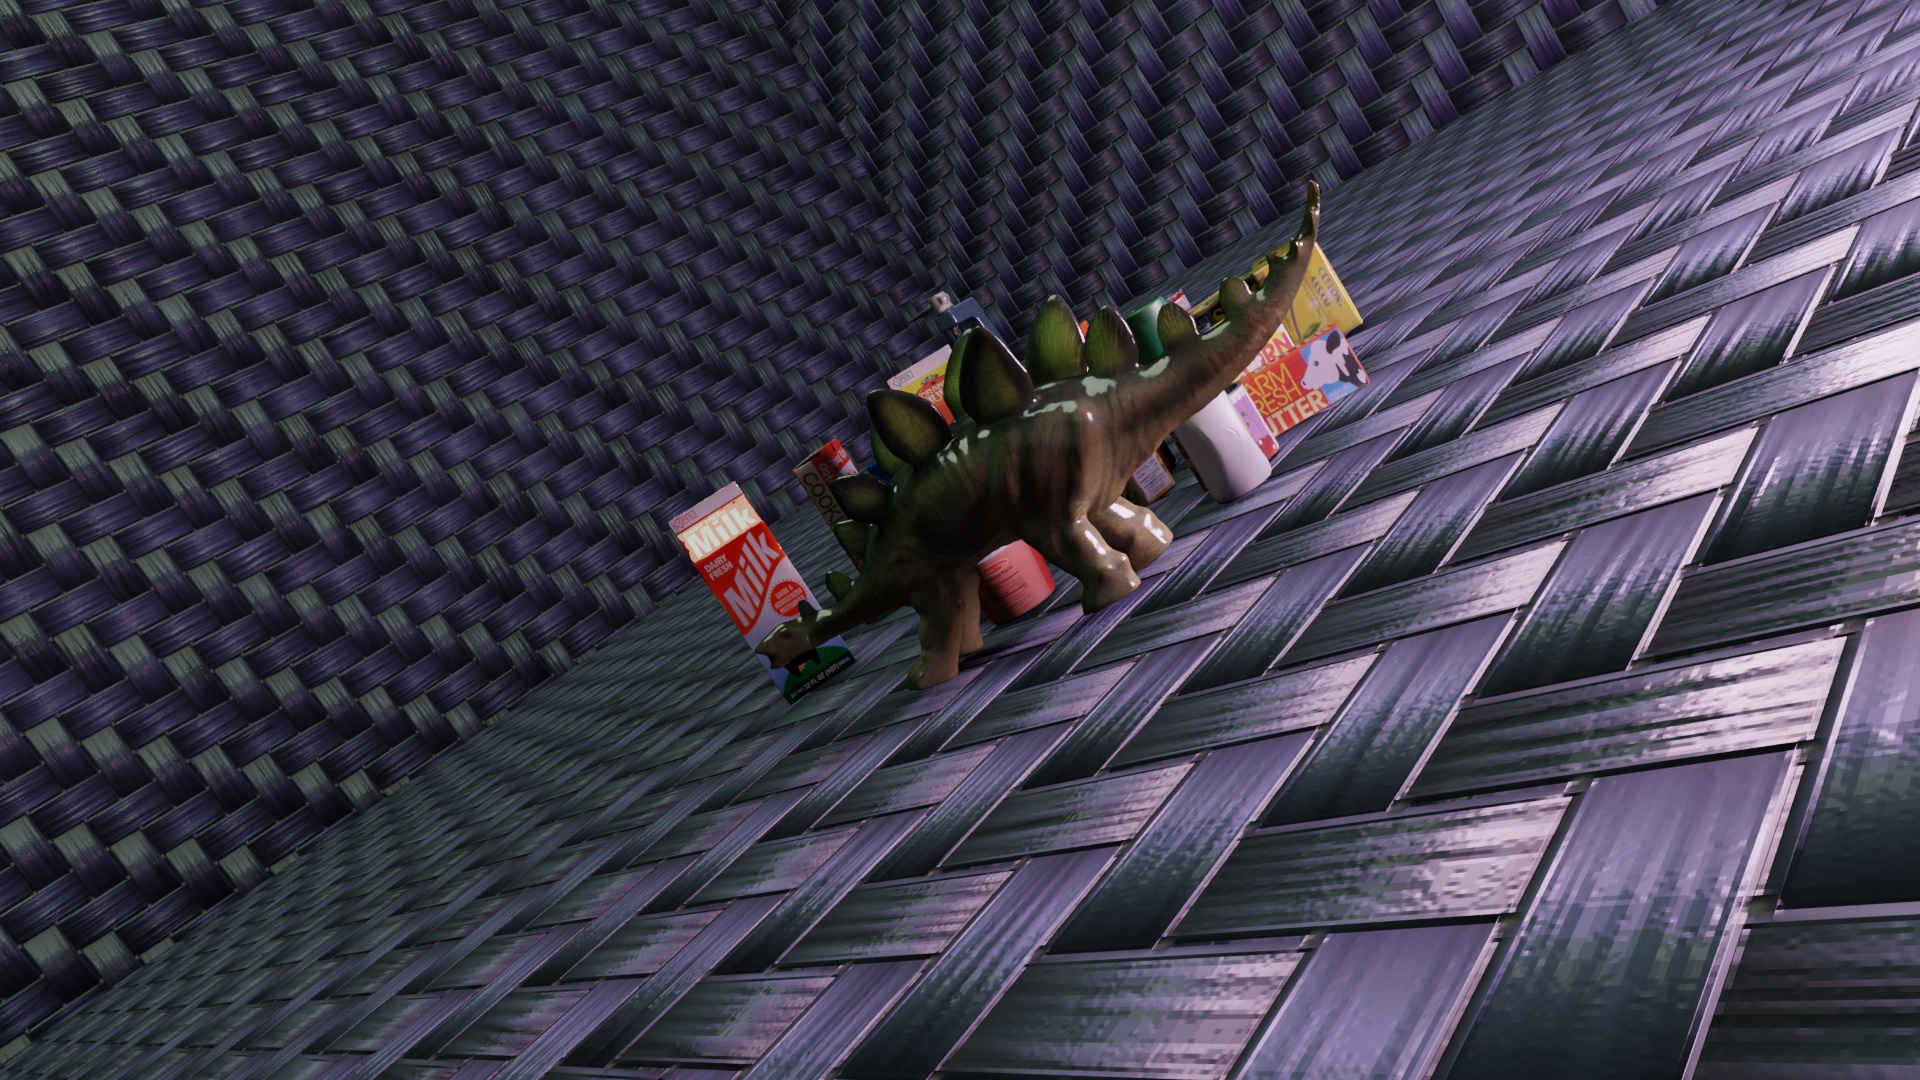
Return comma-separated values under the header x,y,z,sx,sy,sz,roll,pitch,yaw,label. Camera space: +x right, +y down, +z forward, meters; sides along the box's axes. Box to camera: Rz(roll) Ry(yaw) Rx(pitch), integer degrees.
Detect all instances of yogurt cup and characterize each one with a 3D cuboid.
x,y,z,sx,sy,sz,roll,pitch,yaw,label
0.034,0.026,1.035,0.072,0.054,0.072,-31,8,5,yogurt cup

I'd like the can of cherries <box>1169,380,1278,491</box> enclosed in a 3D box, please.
x,y,z,sx,sy,sz,roll,pitch,yaw,label
0.193,-0.076,1.038,0.071,0.058,0.071,-31,8,5,can of cherries

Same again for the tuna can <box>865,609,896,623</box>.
x,y,z,sx,sy,sz,roll,pitch,yaw,label
-0.076,0.053,1.375,0.071,0.033,0.071,-31,8,5,tuna can

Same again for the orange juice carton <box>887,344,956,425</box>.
x,y,z,sx,sy,sz,roll,pitch,yaw,label
0.010,-0.089,1.332,0.072,0.192,0.073,-33,7,-7,orange juice carton

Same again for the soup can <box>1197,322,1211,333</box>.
x,y,z,sx,sy,sz,roll,pitch,yaw,label
0.221,-0.147,1.275,0.071,0.083,0.071,-32,8,5,soup can

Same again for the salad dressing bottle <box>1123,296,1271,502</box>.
x,y,z,sx,sy,sz,roll,pitch,yaw,label
0.162,-0.099,0.971,0.044,0.147,0.064,-33,7,-4,salad dressing bottle

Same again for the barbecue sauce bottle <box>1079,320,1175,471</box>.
x,y,z,sx,sy,sz,roll,pitch,yaw,label
0.132,-0.119,1.207,0.043,0.148,0.065,-30,8,14,barbecue sauce bottle

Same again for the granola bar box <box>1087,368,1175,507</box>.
x,y,z,sx,sy,sz,roll,pitch,yaw,label
0.091,-0.074,1.178,0.039,0.124,0.165,-37,9,-31,granola bar box

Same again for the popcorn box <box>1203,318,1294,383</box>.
x,y,z,sx,sy,sz,roll,pitch,yaw,label
0.229,-0.140,1.194,0.127,0.085,0.038,-34,8,-16,popcorn box

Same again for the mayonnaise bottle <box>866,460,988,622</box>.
x,y,z,sx,sy,sz,roll,pitch,yaw,label
-0.020,-0.005,1.088,0.041,0.148,0.065,-29,8,24,mayonnaise bottle

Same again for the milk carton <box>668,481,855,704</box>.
x,y,z,sx,sy,sz,roll,pitch,yaw,label
-0.178,0.045,1.237,0.072,0.190,0.073,-33,7,-8,milk carton

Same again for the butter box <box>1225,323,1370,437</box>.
x,y,z,sx,sy,sz,roll,pitch,yaw,label
0.257,-0.119,1.073,0.103,0.053,0.024,-31,8,9,butter box

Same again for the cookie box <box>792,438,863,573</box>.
x,y,z,sx,sy,sz,roll,pitch,yaw,label
-0.112,-0.026,1.505,0.040,0.167,0.123,-31,8,7,cookie box
